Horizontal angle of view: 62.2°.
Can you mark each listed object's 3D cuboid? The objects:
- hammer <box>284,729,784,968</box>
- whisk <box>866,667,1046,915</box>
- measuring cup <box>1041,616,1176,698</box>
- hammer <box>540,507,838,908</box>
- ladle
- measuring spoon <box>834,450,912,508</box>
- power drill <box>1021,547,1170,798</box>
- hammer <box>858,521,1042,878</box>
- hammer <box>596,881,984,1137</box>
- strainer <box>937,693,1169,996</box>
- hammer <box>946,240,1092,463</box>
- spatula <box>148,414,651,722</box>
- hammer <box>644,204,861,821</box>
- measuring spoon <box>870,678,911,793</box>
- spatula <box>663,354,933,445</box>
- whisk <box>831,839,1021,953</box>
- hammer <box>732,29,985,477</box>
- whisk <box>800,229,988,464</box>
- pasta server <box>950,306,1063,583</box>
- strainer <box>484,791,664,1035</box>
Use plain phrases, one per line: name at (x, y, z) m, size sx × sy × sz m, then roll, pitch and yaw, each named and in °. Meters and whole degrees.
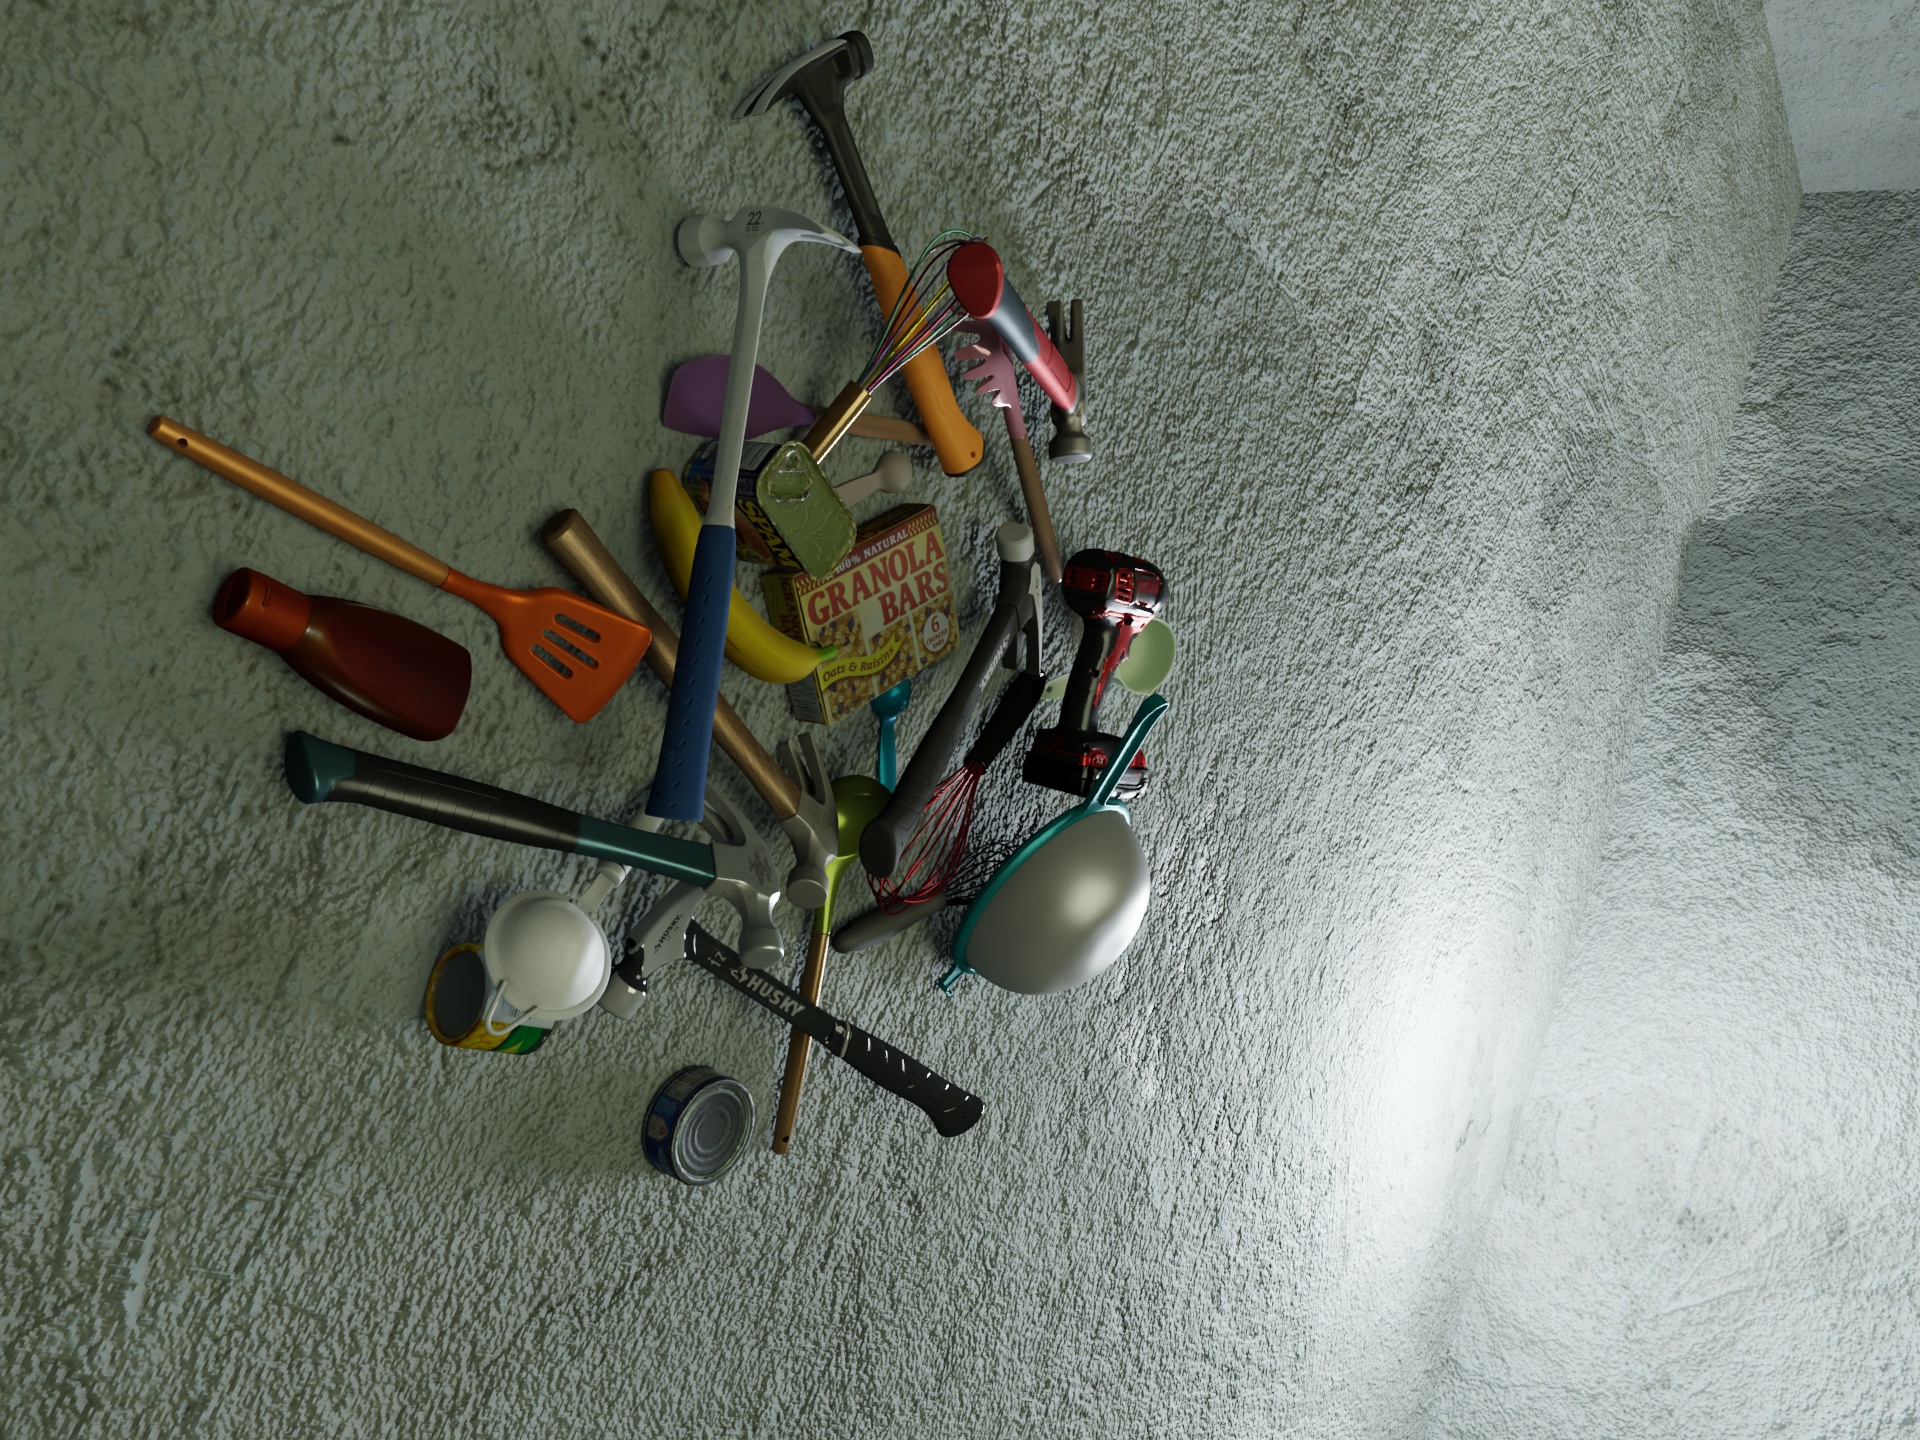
hammer at (-0.258, 0.068, 1.005) m, size 0.330 × 0.033 × 0.128 m, roll 20°, pitch 42°, yaw -36°
whisk at (0.003, 0.053, 1.373) m, size 0.296 × 0.073 × 0.073 m, roll -55°, pitch 136°, yaw -36°
measuring cup at (0.133, -0.053, 1.525) m, size 0.167 × 0.038 × 0.083 m, roll -20°, pitch 116°, yaw -28°
hammer at (-0.181, -0.017, 1.116) m, size 0.331 × 0.031 × 0.130 m, roll 55°, pitch 23°, yaw -33°
ladle at (-0.111, 0.198, 1.271) m, size 0.078 × 0.062 × 0.320 m, roll 8°, pitch 97°, yaw -31°
measuring spoon at (-0.078, -0.178, 1.241) m, size 0.124 × 0.018 × 0.034 m, roll -35°, pitch 125°, yaw -39°
power drill at (0.134, -0.043, 1.451) m, size 0.143 × 0.079 × 0.219 m, roll 2°, pitch 100°, yaw -55°
hammer at (-0.002, -0.004, 1.289) m, size 0.146 × 0.035 × 0.335 m, roll 81°, pitch 28°, yaw -44°
hammer at (-0.103, 0.238, 1.252) m, size 0.149 × 0.036 × 0.408 m, roll -54°, pitch 132°, yaw -8°
strainer at (0.123, 0.129, 1.382) m, size 0.211 × 0.095 × 0.340 m, roll -17°, pitch 144°, yaw -44°
hammer at (0.052, -0.303, 1.213) m, size 0.386 × 0.038 × 0.143 m, roll 10°, pitch 78°, yaw -76°
spatula at (-0.325, -0.093, 0.944) m, size 0.081 × 0.041 × 0.322 m, roll -51°, pitch 138°, yaw 7°
hammer at (-0.153, -0.136, 1.034) m, size 0.035 × 0.144 × 0.405 m, roll 11°, pitch 86°, yaw -52°
measuring spoon at (-0.054, 0.020, 1.317) m, size 0.042 × 0.021 × 0.128 m, roll -13°, pitch 107°, yaw -48°
spatula at (-0.097, -0.230, 1.203) m, size 0.315 × 0.018 × 0.059 m, roll -2°, pitch 115°, yaw -50°
whisk at (-0.019, 0.155, 1.379) m, size 0.239 × 0.055 × 0.055 m, roll -20°, pitch 114°, yaw -43°
hammer at (-0.057, -0.330, 1.198) m, size 0.127 × 0.034 × 0.336 m, roll -47°, pitch 128°, yaw -34°
whisk at (-0.059, -0.261, 1.168) m, size 0.245 × 0.047 × 0.051 m, roll -51°, pitch 131°, yaw 1°
pasta server at (0.046, -0.221, 1.337) m, size 0.315 × 0.040 × 0.060 m, roll 69°, pitch 16°, yaw -52°
strainer at (-0.236, 0.105, 1.057) m, size 0.086 × 0.050 × 0.259 m, roll 44°, pitch 37°, yaw -14°
